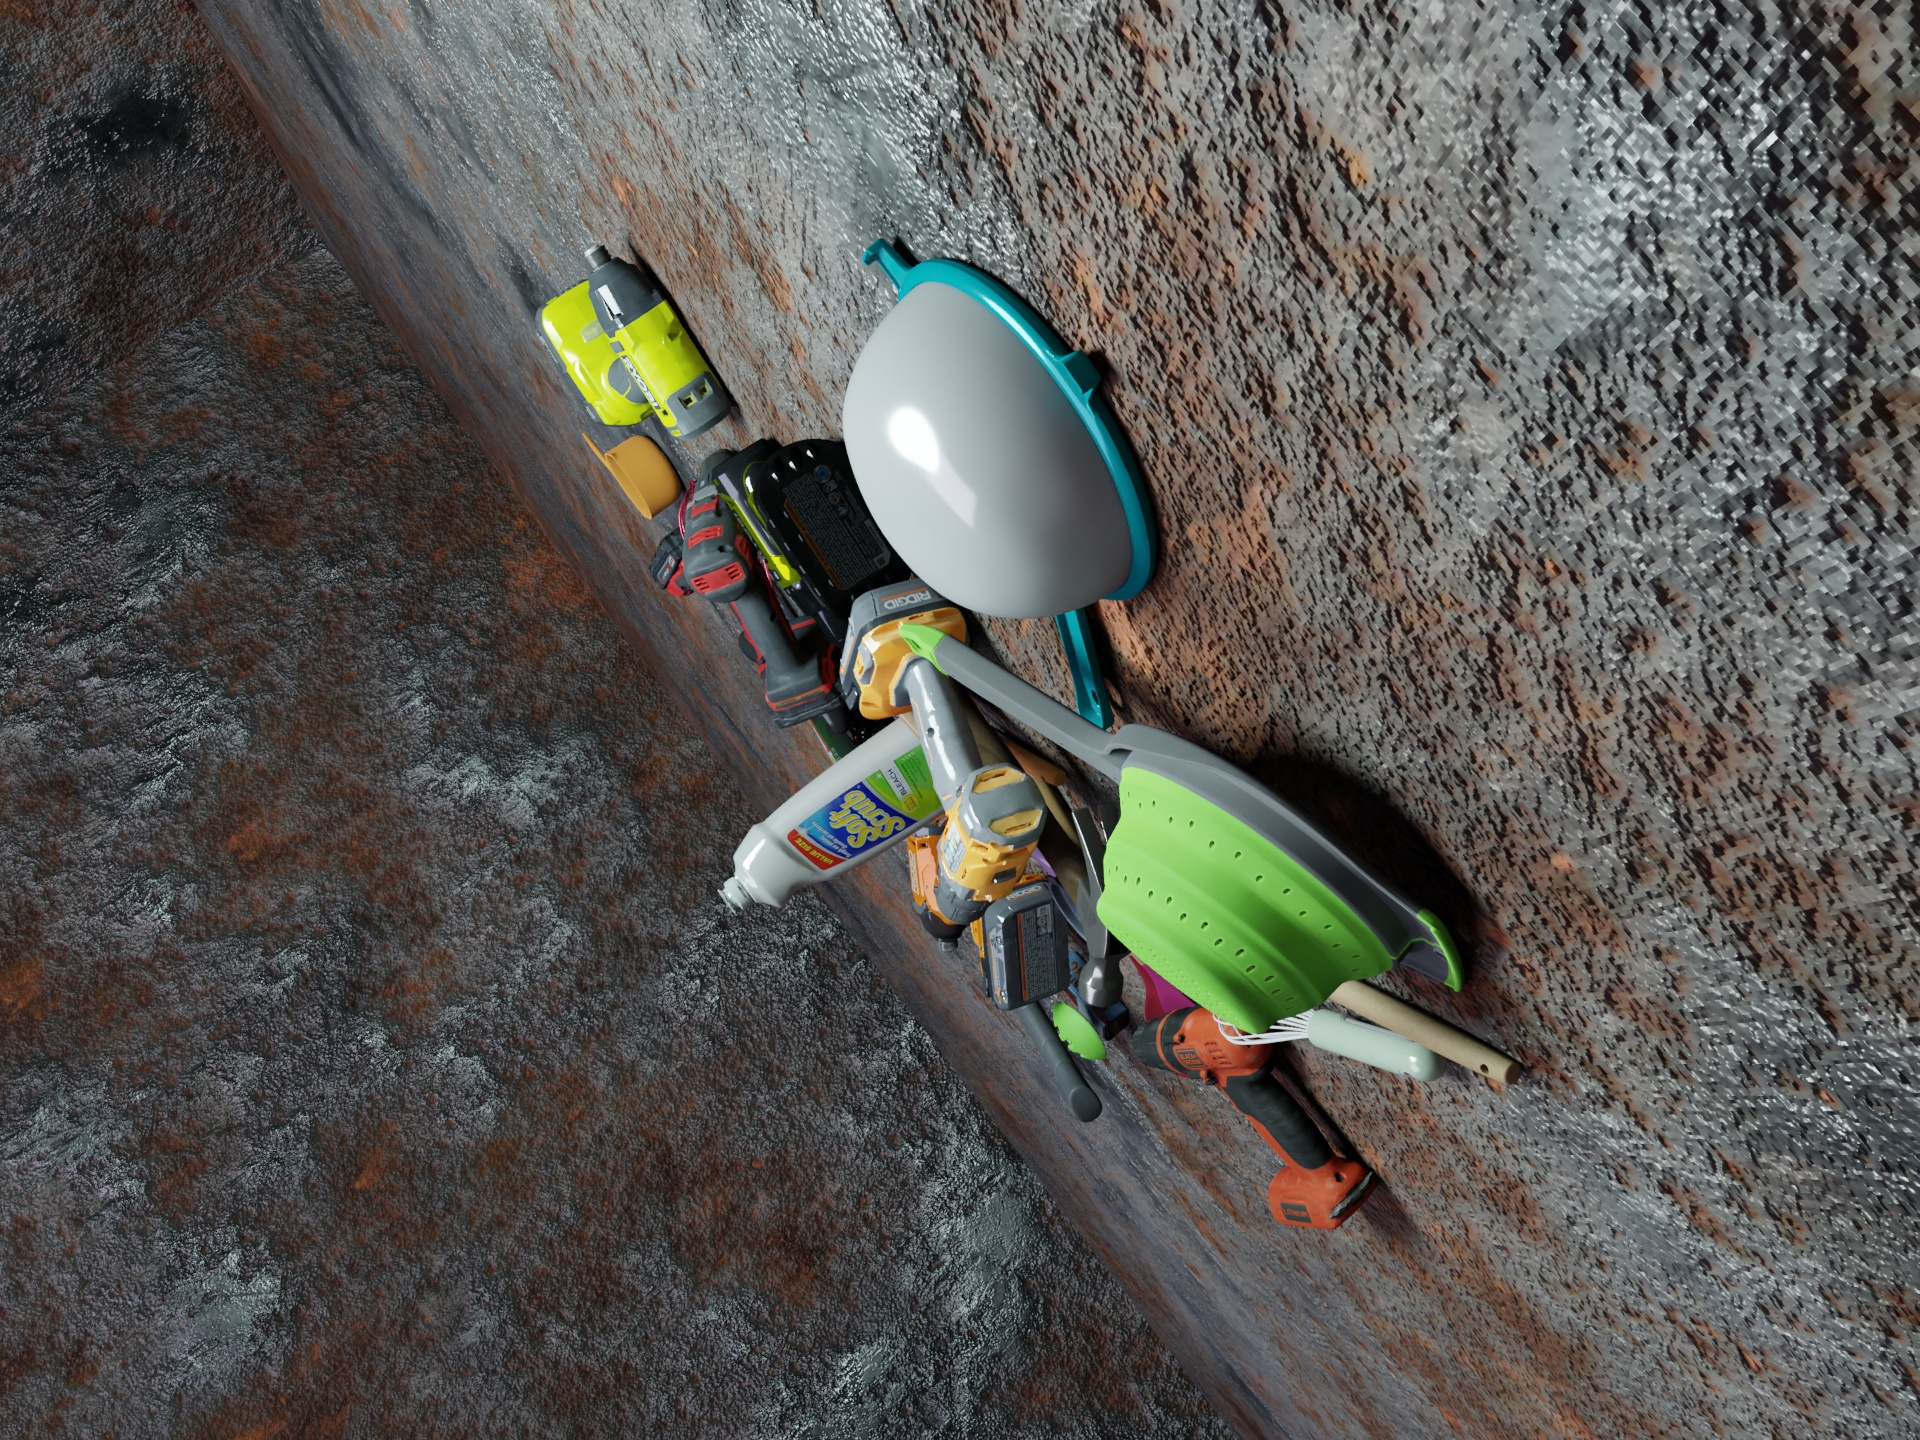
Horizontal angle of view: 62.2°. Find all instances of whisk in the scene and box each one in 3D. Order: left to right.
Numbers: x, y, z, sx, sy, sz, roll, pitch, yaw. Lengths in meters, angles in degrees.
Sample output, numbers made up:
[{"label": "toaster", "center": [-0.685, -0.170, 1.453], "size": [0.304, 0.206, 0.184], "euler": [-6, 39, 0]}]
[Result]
[{"label": "whisk", "center": [-0.193, -0.112, 1.595], "size": [0.295, 0.073, 0.073], "euler": [59, 166, -11]}, {"label": "whisk", "center": [0.228, 0.195, 1.019], "size": [0.057, 0.059, 0.246], "euler": [19, 173, -20]}]

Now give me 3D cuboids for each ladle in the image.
[{"label": "ladle", "center": [0.132, 0.171, 1.317], "size": [0.069, 0.031, 0.315], "euler": [6, 131, 55]}, {"label": "ladle", "center": [0.208, 0.160, 0.970], "size": [0.320, 0.062, 0.078], "euler": [22, 128, 61]}]

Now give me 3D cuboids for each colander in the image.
[{"label": "colander", "center": [0.084, 0.062, 0.893], "size": [0.397, 0.094, 0.204], "euler": [33, 170, 34]}]

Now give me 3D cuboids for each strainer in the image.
[{"label": "strainer", "center": [0.018, -0.088, 0.893], "size": [0.211, 0.095, 0.340], "euler": [41, 161, 41]}]

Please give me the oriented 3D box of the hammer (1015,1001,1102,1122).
[{"label": "hammer", "center": [0.040, 0.255, 1.681], "size": [0.409, 0.036, 0.149], "euler": [56, 174, 40]}]

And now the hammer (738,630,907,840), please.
[{"label": "hammer", "center": [-0.163, -0.003, 1.870], "size": [0.335, 0.035, 0.146], "euler": [46, 165, 31]}]

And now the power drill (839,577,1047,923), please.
[{"label": "power drill", "center": [-0.015, 0.032, 1.176], "size": [0.185, 0.084, 0.226], "euler": [109, 141, -59]}]

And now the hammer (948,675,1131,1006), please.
[{"label": "hammer", "center": [0.045, 0.056, 1.180], "size": [0.332, 0.031, 0.130], "euler": [-125, 32, -50]}]

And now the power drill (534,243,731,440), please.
[{"label": "power drill", "center": [-0.297, -0.333, 1.406], "size": [0.171, 0.080, 0.223], "euler": [58, 162, -23]}]

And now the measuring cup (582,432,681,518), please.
[{"label": "measuring cup", "center": [-0.375, -0.299, 1.808], "size": [0.174, 0.052, 0.095], "euler": [45, 165, 39]}]

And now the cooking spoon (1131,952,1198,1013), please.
[{"label": "cooking spoon", "center": [0.135, 0.173, 1.279], "size": [0.319, 0.017, 0.069], "euler": [50, 152, -6]}]

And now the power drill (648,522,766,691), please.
[{"label": "power drill", "center": [-0.230, -0.112, 1.700], "size": [0.219, 0.078, 0.143], "euler": [50, 155, -1]}]

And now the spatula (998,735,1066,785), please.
[{"label": "spatula", "center": [-0.002, -0.004, 1.344], "size": [0.323, 0.041, 0.081], "euler": [27, 151, 54]}]

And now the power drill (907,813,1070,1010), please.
[{"label": "power drill", "center": [0.019, 0.191, 1.556], "size": [0.227, 0.084, 0.164], "euler": [36, 136, 55]}]

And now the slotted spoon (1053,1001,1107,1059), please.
[{"label": "slotted spoon", "center": [0.120, 0.317, 1.628], "size": [0.070, 0.031, 0.313], "euler": [48, 177, 10]}]

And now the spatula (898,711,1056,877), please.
[{"label": "spatula", "center": [0.044, 0.087, 1.354], "size": [0.316, 0.018, 0.060], "euler": [47, 167, -9]}]

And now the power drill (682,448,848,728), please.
[{"label": "power drill", "center": [-0.181, -0.126, 1.455], "size": [0.188, 0.080, 0.226], "euler": [-97, -17, -48]}]

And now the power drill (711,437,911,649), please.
[{"label": "power drill", "center": [-0.114, -0.138, 1.269], "size": [0.190, 0.080, 0.228], "euler": [58, 169, -13]}]
